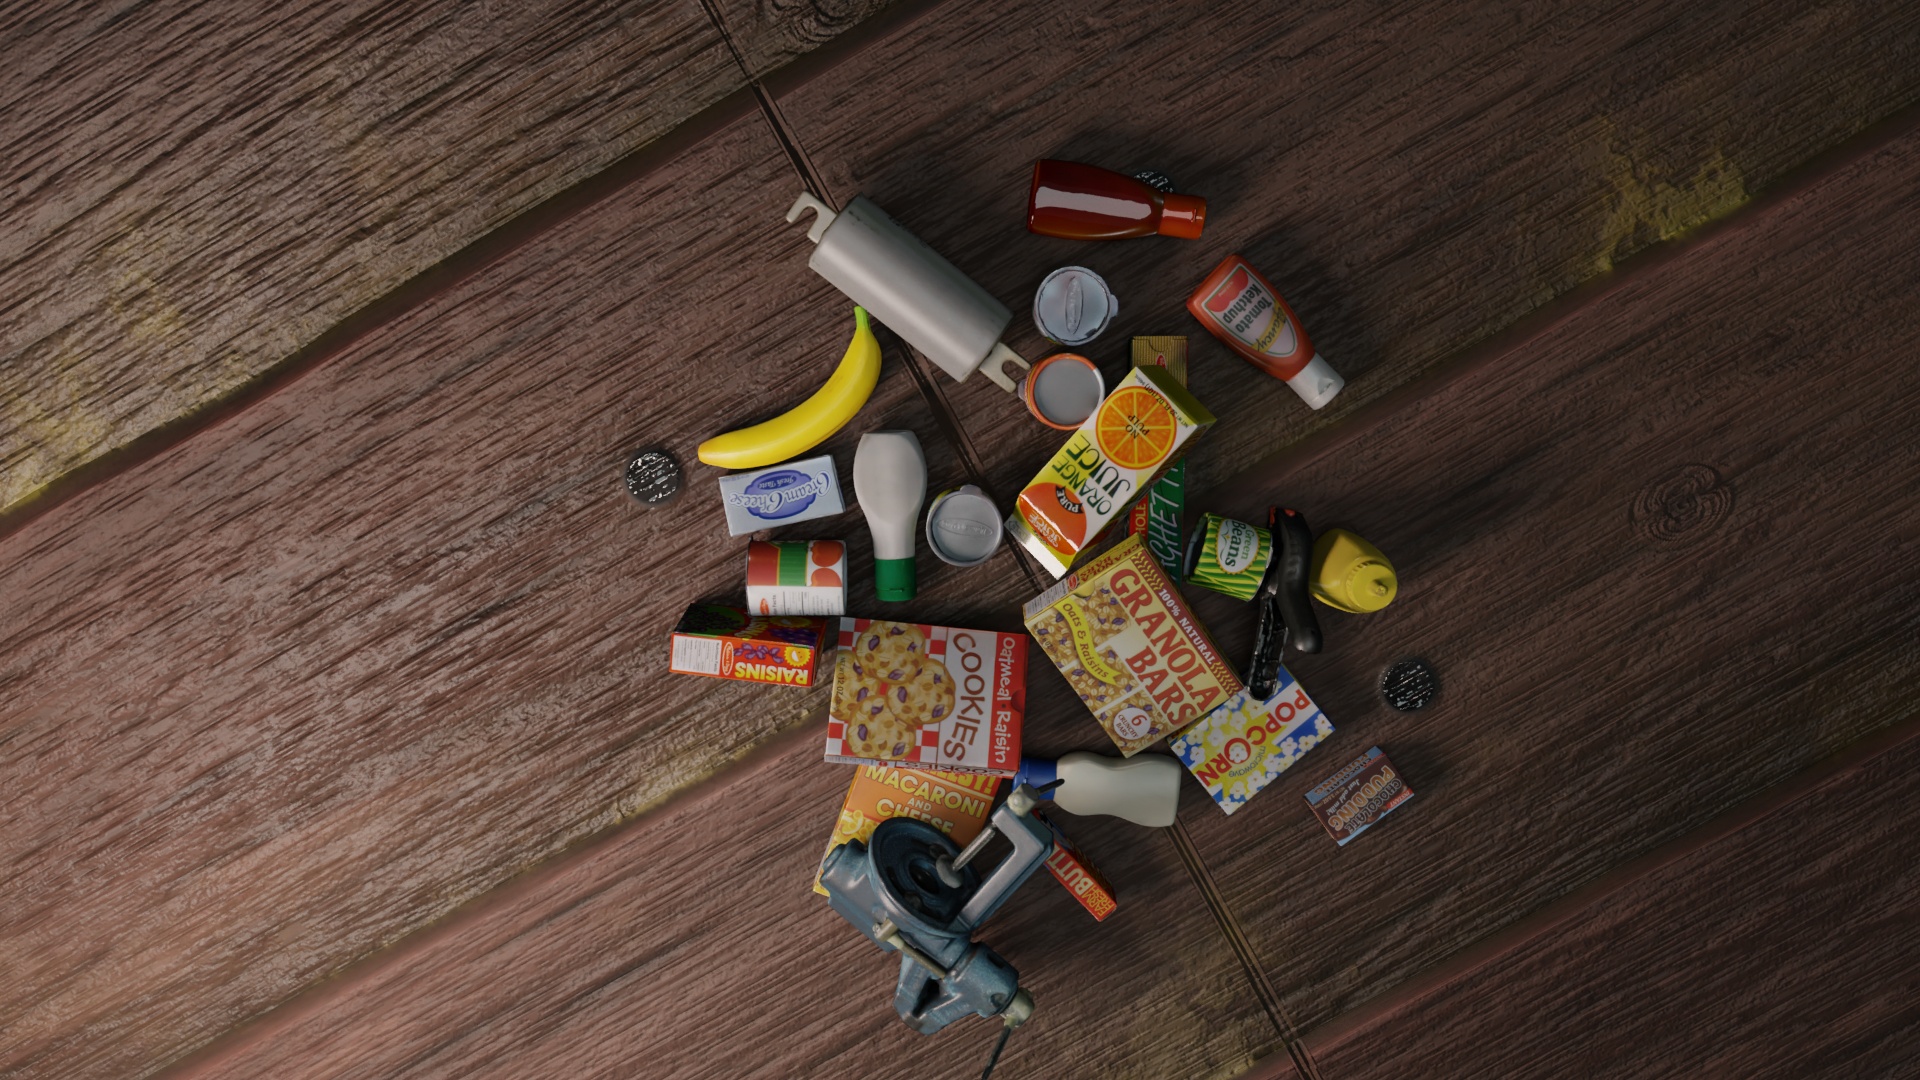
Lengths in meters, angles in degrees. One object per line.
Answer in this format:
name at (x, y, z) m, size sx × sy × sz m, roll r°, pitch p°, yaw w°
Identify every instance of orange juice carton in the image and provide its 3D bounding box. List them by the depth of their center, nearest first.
orange juice carton at (0.121, -0.056, 1.179) m, size 0.072 × 0.073 × 0.192 m, roll 46°, pitch 111°, yaw 11°

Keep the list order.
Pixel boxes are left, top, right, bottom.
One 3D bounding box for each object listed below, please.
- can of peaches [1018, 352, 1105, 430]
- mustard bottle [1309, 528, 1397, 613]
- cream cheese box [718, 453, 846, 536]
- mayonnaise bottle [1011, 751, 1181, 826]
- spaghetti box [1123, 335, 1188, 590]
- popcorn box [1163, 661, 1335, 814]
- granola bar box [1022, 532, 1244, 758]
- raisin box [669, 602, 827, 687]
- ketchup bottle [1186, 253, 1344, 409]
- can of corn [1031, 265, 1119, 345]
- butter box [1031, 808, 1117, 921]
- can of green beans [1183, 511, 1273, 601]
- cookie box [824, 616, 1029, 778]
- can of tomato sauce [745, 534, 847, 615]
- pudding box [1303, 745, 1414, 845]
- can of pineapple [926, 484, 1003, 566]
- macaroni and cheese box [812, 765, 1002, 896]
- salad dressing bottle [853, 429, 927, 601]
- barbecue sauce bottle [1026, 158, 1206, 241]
can of peaches at (0.087, -0.129, 1.198) m, size 0.071 × 0.058 × 0.071 m, roll 0°, pitch 98°, yaw -2°
mustard bottle at (0.333, 0.031, 1.172) m, size 0.049 × 0.160 × 0.065 m, roll 31°, pitch 97°, yaw -6°
cream cheese box at (-0.156, -0.041, 1.219) m, size 0.104 × 0.024 × 0.053 m, roll -12°, pitch 98°, yaw 0°
mayonnaise bottle at (0.121, 0.219, 1.251) m, size 0.148 × 0.041 × 0.064 m, roll 6°, pitch 100°, yaw -1°
spaghetti box at (0.171, -0.054, 1.224) m, size 0.050 × 0.029 × 0.249 m, roll 0°, pitch 97°, yaw -1°
popcorn box at (0.260, 0.173, 1.249) m, size 0.126 × 0.038 × 0.085 m, roll -40°, pitch 97°, yaw 4°
granola bar box at (0.151, 0.094, 1.212) m, size 0.124 × 0.039 × 0.165 m, roll -33°, pitch 108°, yaw 12°
raisin box at (-0.182, 0.089, 1.203) m, size 0.123 × 0.086 × 0.040 m, roll 7°, pitch 103°, yaw -2°
ketchup bottle at (0.268, -0.177, 1.204) m, size 0.149 × 0.043 × 0.064 m, roll 43°, pitch 94°, yaw -6°
can of corn at (0.097, -0.200, 1.189) m, size 0.071 × 0.058 × 0.071 m, roll 0°, pitch 97°, yaw -1°
butter box at (0.098, 0.292, 1.252) m, size 0.024 × 0.053 × 0.103 m, roll -43°, pitch 96°, yaw 6°
can of green beans at (0.233, 0.014, 1.215) m, size 0.058 × 0.071 × 0.071 m, roll 17°, pitch 97°, yaw -3°
cookie box at (-0.028, 0.137, 1.210) m, size 0.167 × 0.040 × 0.123 m, roll 6°, pitch 70°, yaw -3°
can of tomato sauce at (-0.142, 0.031, 1.209) m, size 0.083 × 0.071 × 0.071 m, roll 0°, pitch 97°, yaw -2°
pudding box at (0.362, 0.232, 1.263) m, size 0.083 × 0.030 × 0.049 m, roll -35°, pitch 98°, yaw 3°
can of pineapple at (0.004, -0.015, 1.210) m, size 0.071 × 0.058 × 0.071 m, roll 0°, pitch 97°, yaw -2°
macaroni and cheese box at (-0.046, 0.255, 1.251) m, size 0.124 × 0.040 × 0.166 m, roll 21°, pitch 96°, yaw -5°
salad dressing bottle at (-0.060, -0.022, 1.215) m, size 0.064 × 0.044 × 0.147 m, roll -3°, pitch 98°, yaw -3°
barbecue sauce bottle at (0.134, -0.285, 1.187) m, size 0.149 × 0.044 × 0.064 m, roll 7°, pitch 97°, yaw -3°
